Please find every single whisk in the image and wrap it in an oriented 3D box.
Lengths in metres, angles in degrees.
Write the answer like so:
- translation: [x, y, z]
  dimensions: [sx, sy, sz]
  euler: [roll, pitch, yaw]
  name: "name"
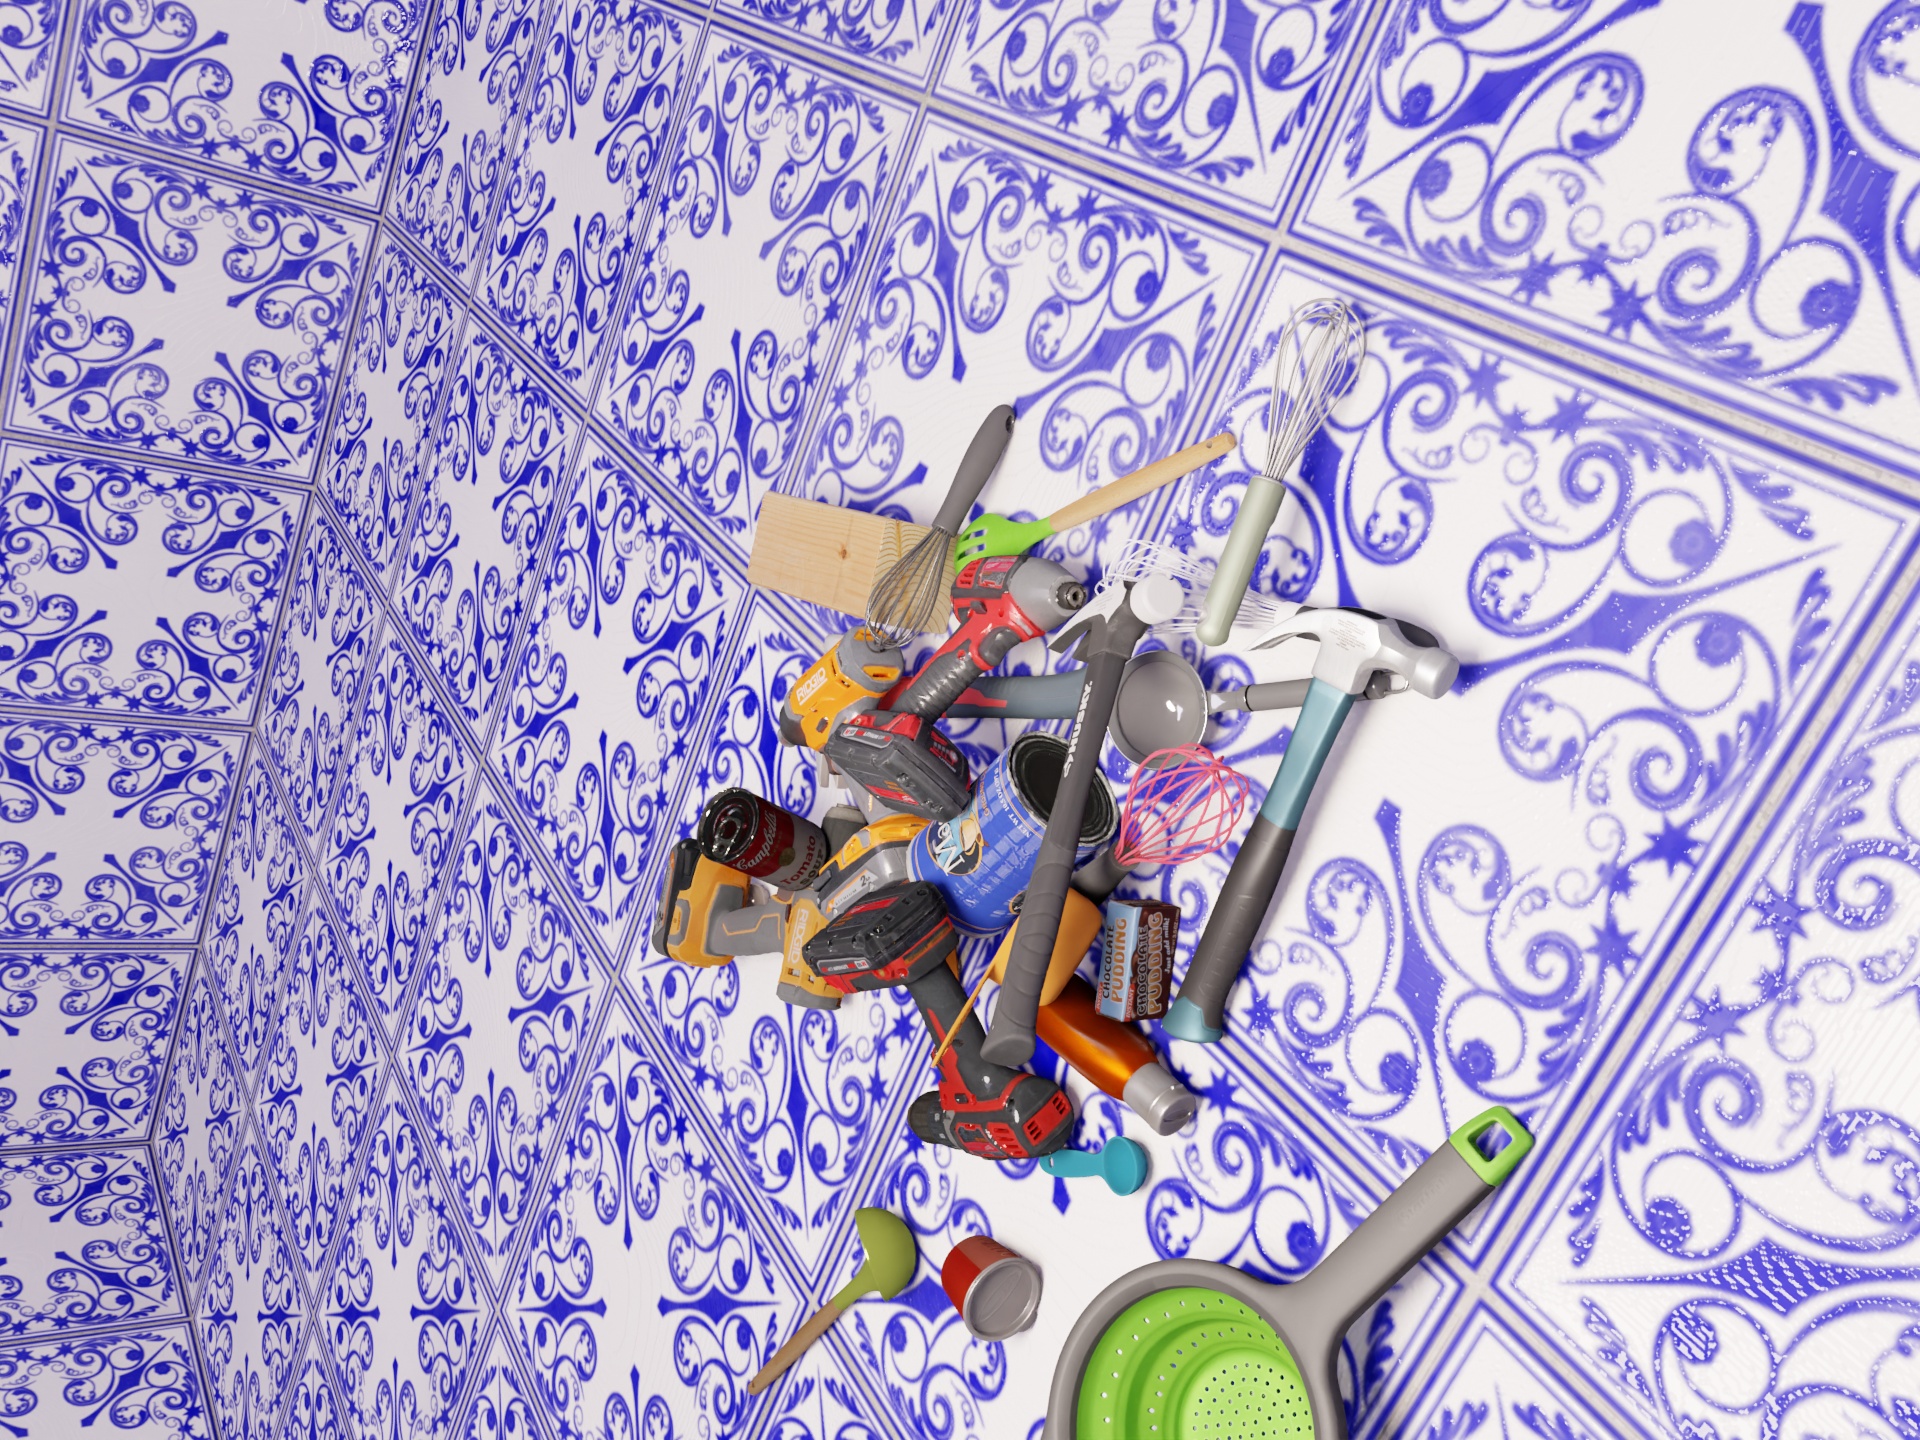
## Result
- translation: [0.200, -0.076, 1.084]
  dimensions: [0.285, 0.070, 0.070]
  euler: [19, 99, 46]
  name: "whisk"
- translation: [-0.016, -0.161, 1.326]
  dimensions: [0.055, 0.055, 0.239]
  euler: [20, 80, 51]
  name: "whisk"
- translation: [0.208, -0.164, 1.055]
  dimensions: [0.058, 0.059, 0.246]
  euler: [-162, 93, -80]
  name: "whisk"
- translation: [0.121, 0.087, 1.093]
  dimensions: [0.295, 0.073, 0.073]
  euler: [123, 140, -63]
  name: "whisk"

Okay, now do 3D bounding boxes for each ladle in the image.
- translation: [-0.128, 0.527, 1.403]
  dimensions: [0.320, 0.062, 0.078]
  euler: [-53, 45, 36]
  name: "ladle"

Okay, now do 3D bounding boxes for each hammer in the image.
- translation: [0.205, 0.077, 1.044]
  dimensions: [0.128, 0.033, 0.331]
  euler: [35, 118, 34]
  name: "hammer"
- translation: [-0.002, -0.004, 1.337]
  dimensions: [0.386, 0.038, 0.143]
  euler: [2, 88, 51]
  name: "hammer"
- translation: [0.069, 0.068, 1.078]
  dimensions: [0.146, 0.035, 0.335]
  euler: [-20, 52, 68]
  name: "hammer"

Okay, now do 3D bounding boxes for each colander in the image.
- translation: [0.215, 0.389, 0.985]
  dimensions: [0.397, 0.094, 0.205]
  euler: [-49, 47, 12]
  name: "colander"

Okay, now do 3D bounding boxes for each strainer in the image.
- translation: [0.193, -0.013, 1.095]
  dimensions: [0.258, 0.050, 0.087]
  euler: [-7, 86, 45]
  name: "strainer"

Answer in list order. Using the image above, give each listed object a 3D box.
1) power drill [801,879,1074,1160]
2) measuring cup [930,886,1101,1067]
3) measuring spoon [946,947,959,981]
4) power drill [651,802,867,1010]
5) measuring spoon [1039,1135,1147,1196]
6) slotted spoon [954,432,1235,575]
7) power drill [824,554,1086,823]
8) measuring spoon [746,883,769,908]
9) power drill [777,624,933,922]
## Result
- translation: [-0.026, 0.245, 1.238]
  dimensions: [0.226, 0.080, 0.188]
  euler: [58, 146, -8]
  name: "power drill"
- translation: [0.042, 0.187, 1.114]
  dimensions: [0.052, 0.174, 0.095]
  euler: [31, 144, 9]
  name: "measuring cup"
- translation: [-0.006, 0.195, 1.337]
  dimensions: [0.021, 0.011, 0.117]
  euler: [-34, 56, 44]
  name: "measuring spoon"
- translation: [-0.179, 0.161, 1.489]
  dimensions: [0.226, 0.084, 0.185]
  euler: [6, 82, 41]
  name: "power drill"
- translation: [0.100, 0.329, 1.183]
  dimensions: [0.128, 0.021, 0.042]
  euler: [-22, 68, 57]
  name: "measuring spoon"
- translation: [0.092, -0.166, 1.253]
  dimensions: [0.314, 0.031, 0.070]
  euler: [-19, 69, 47]
  name: "slotted spoon"
- translation: [0.006, -0.035, 1.217]
  dimensions: [0.220, 0.078, 0.143]
  euler: [-55, 29, -16]
  name: "power drill"
- translation: [-0.173, 0.200, 1.542]
  dimensions: [0.124, 0.018, 0.034]
  euler: [38, 106, 40]
  name: "measuring spoon"
- translation: [-0.093, 0.054, 1.359]
  dimensions: [0.164, 0.084, 0.227]
  euler: [-38, 60, 45]
  name: "power drill"
